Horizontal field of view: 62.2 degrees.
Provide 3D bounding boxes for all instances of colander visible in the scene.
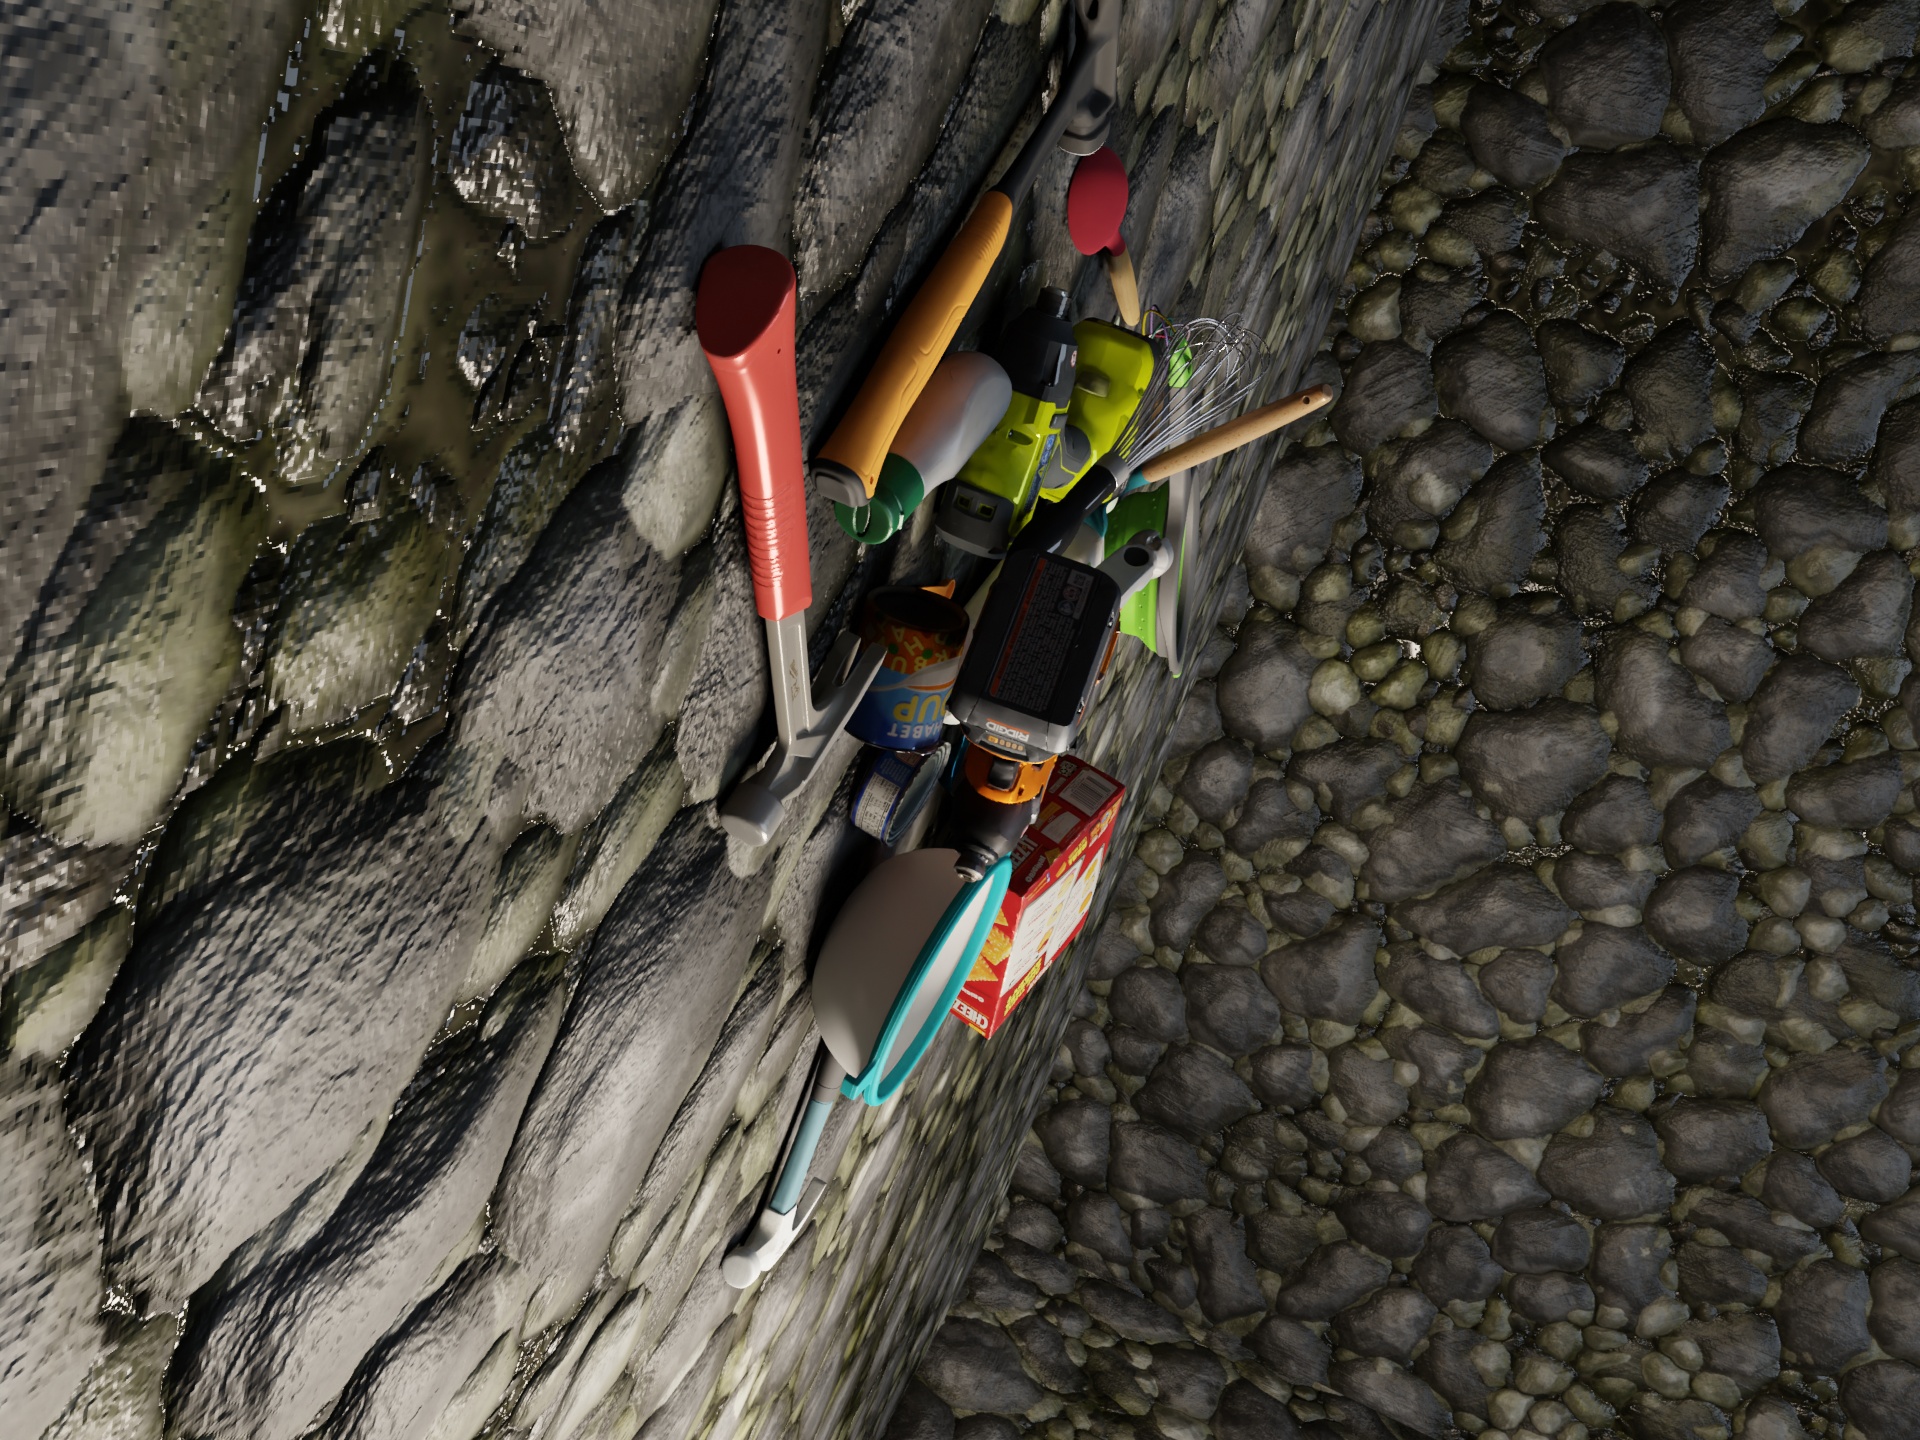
[{"bbox_3d":[0.170,-0.203,1.501,0.396,0.094,0.205,80,20,-52],"label":"colander"}]

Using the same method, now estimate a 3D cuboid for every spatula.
[{"bbox_3d":[0.164,-0.196,1.181,0.044,0.082,0.317,-21,-177,-34],"label":"spatula"}]

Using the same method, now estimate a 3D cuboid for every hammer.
[{"bbox_3d":[-0.082,-0.083,0.764,0.358,0.037,0.149,93,22,-57],"label":"hammer"},{"bbox_3d":[0.051,0.016,1.308,0.143,0.038,0.386,-41,164,-51],"label":"hammer"},{"bbox_3d":[-0.110,0.299,1.316,0.128,0.033,0.331,-5,117,-75],"label":"hammer"},{"bbox_3d":[0.008,-0.255,0.851,0.127,0.034,0.337,87,28,-65],"label":"hammer"}]

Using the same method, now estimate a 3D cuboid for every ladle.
[{"bbox_3d":[0.116,-0.344,1.186,0.315,0.031,0.069,12,99,-79],"label":"ladle"}]

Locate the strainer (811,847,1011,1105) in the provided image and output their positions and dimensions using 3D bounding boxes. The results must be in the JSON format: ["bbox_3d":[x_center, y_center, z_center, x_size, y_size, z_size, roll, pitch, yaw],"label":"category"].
[{"bbox_3d":[-0.021,0.119,1.205,0.340,0.095,0.211,-63,168,-5],"label":"strainer"}]

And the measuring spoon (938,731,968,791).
[{"bbox_3d":[-0.002,-0.004,1.304,0.042,0.021,0.128,-29,130,-70],"label":"measuring spoon"}]

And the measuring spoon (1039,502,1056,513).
[{"bbox_3d":[0.085,-0.189,1.355,0.124,0.018,0.034,-62,163,-54],"label":"measuring spoon"}]

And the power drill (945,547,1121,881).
[{"bbox_3d":[0.036,0.006,1.022,0.226,0.084,0.164,98,12,-69],"label":"power drill"}]

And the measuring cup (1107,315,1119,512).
[{"bbox_3d":[0.128,-0.253,1.335,0.083,0.038,0.167,-57,161,-66],"label":"measuring cup"}]

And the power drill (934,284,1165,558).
[{"bbox_3d":[0.066,-0.210,1.088,0.223,0.080,0.171,-32,143,-64],"label":"power drill"}]

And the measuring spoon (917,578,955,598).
[{"bbox_3d":[-0.029,-0.082,1.059,0.117,0.011,0.021,-26,138,-67],"label":"measuring spoon"}]

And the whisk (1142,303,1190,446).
[{"bbox_3d":[0.183,-0.311,1.485,0.244,0.047,0.051,77,36,-75],"label":"whisk"}]

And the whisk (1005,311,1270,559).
[{"bbox_3d":[0.119,-0.184,1.063,0.285,0.070,0.070,-48,159,-28],"label":"whisk"}]

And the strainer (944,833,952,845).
[{"bbox_3d":[-0.002,0.183,1.488,0.256,0.069,0.151,-50,159,-58],"label":"strainer"}]

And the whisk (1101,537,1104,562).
[{"bbox_3d":[0.120,-0.187,1.412,0.058,0.059,0.246,-157,-99,-70],"label":"whisk"}]
